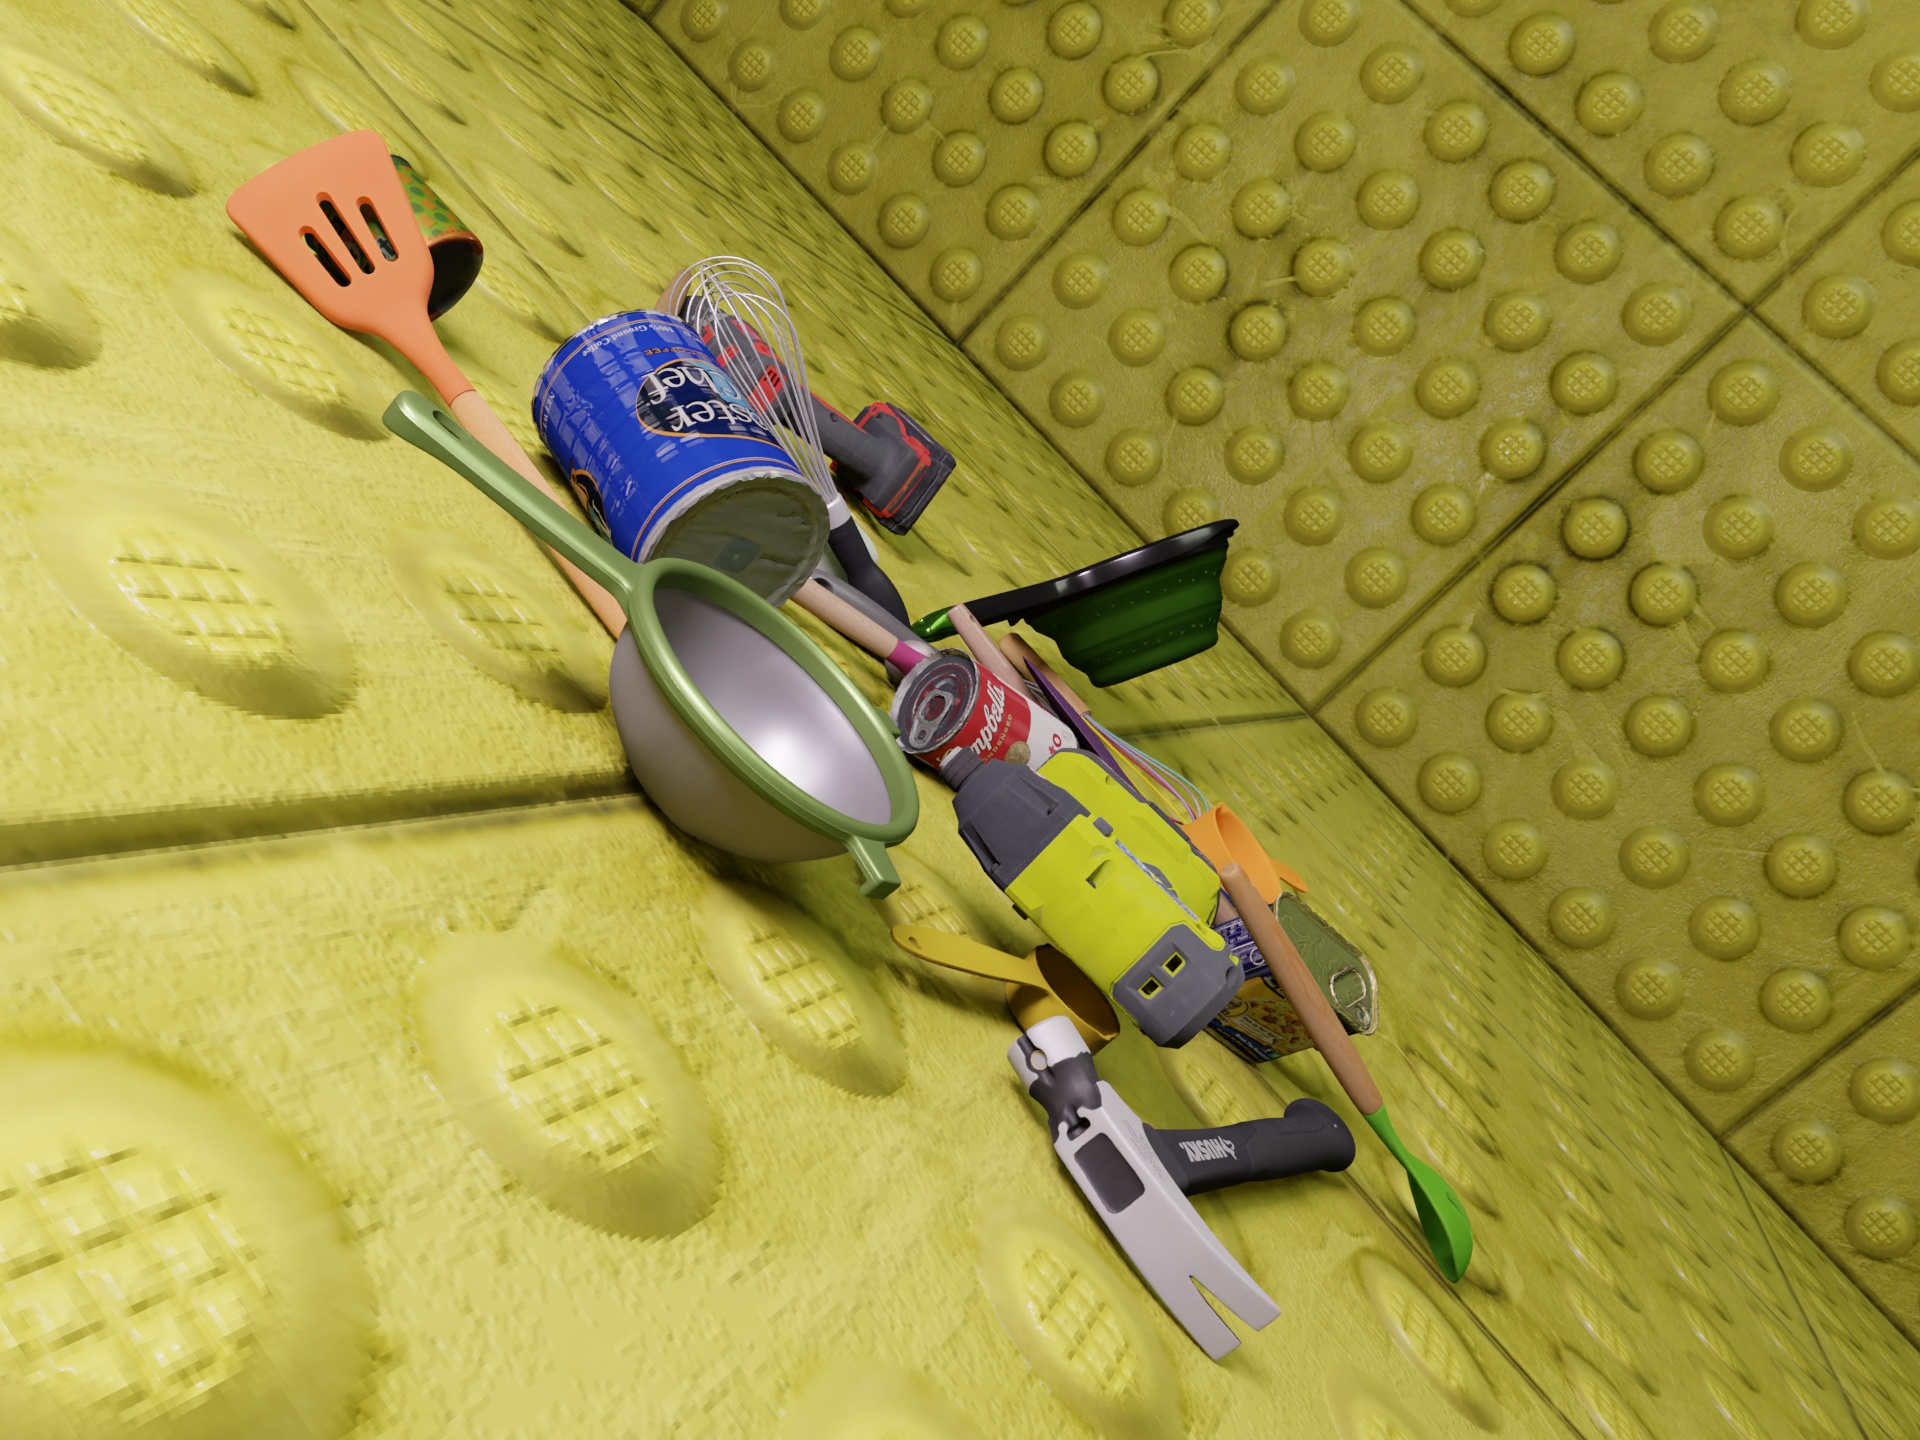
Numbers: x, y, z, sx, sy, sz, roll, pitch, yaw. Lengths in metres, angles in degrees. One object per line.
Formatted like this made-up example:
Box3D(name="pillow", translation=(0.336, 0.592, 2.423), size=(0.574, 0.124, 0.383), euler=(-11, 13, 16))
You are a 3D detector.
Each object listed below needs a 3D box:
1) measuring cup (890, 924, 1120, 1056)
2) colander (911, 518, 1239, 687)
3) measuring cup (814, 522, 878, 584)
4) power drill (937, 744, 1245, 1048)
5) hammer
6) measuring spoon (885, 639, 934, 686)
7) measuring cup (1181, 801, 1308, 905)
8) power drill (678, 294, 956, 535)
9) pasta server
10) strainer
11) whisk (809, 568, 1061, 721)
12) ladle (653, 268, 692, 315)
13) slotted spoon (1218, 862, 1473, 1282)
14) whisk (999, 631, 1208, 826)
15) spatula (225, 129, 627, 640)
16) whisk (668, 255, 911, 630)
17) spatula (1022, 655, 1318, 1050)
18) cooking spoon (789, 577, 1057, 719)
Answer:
Box3D(name="measuring cup", translation=(0.015, 0.122, 0.724), size=(0.156, 0.029, 0.062), euler=(26, 23, -44))
Box3D(name="colander", translation=(0.097, -0.068, 1.241), size=(0.397, 0.204, 0.094), euler=(-20, 89, -51))
Box3D(name="measuring cup", translation=(-0.119, -0.144, 1.059), size=(0.167, 0.038, 0.083), euler=(38, 16, -35))
Box3D(name="power drill", translation=(0.068, 0.076, 0.830), size=(0.171, 0.080, 0.223), euler=(44, 6, 6))
Box3D(name="hammer", translation=(0.139, 0.217, 0.779), size=(0.146, 0.035, 0.334), euler=(55, 16, 26))
Box3D(name="measuring spoon", translation=(-0.002, -0.003, 1.025), size=(0.124, 0.034, 0.018), euler=(44, 24, -22))
Box3D(name="measuring cup", translation=(0.215, 0.123, 1.212), size=(0.173, 0.052, 0.095), euler=(26, 35, -55))
Box3D(name="power drill", translation=(-0.130, -0.255, 1.278), size=(0.226, 0.080, 0.188), euler=(27, 15, -40))
Box3D(name="pasta server", translation=(0.095, 0.049, 1.043), size=(0.316, 0.040, 0.060), euler=(53, 29, -5))
Box3D(name="strainer", translation=(-0.130, -0.022, 0.625), size=(0.256, 0.069, 0.152), euler=(40, 17, -18))
Box3D(name="whisk", translation=(-0.014, -0.036, 1.047), size=(0.238, 0.055, 0.055), euler=(33, 18, -30))
Box3D(name="ladle", translation=(-0.220, -0.289, 1.154), size=(0.069, 0.031, 0.316), euler=(31, 23, -17))
Box3D(name="slotted spoon", translation=(0.223, 0.201, 0.901), size=(0.313, 0.031, 0.070), euler=(57, 5, -21))
Box3D(name="whisk", translation=(0.112, 0.012, 1.276), size=(0.245, 0.051, 0.047), euler=(49, 20, 26))
Box3D(name="spatula", translation=(-0.218, -0.134, 0.735), size=(0.323, 0.081, 0.041), euler=(52, -17, 10))
Box3D(name="whisk", translation=(-0.097, -0.158, 1.002), size=(0.070, 0.070, 0.284), euler=(-109, 173, -61))
Box3D(name="spatula", translation=(0.136, 0.084, 1.014), size=(0.316, 0.018, 0.060), euler=(52, 2, -1))
Box3D(name="cooking spoon", translation=(-0.062, -0.057, 0.963), size=(0.318, 0.068, 0.017), euler=(33, 47, -24))
